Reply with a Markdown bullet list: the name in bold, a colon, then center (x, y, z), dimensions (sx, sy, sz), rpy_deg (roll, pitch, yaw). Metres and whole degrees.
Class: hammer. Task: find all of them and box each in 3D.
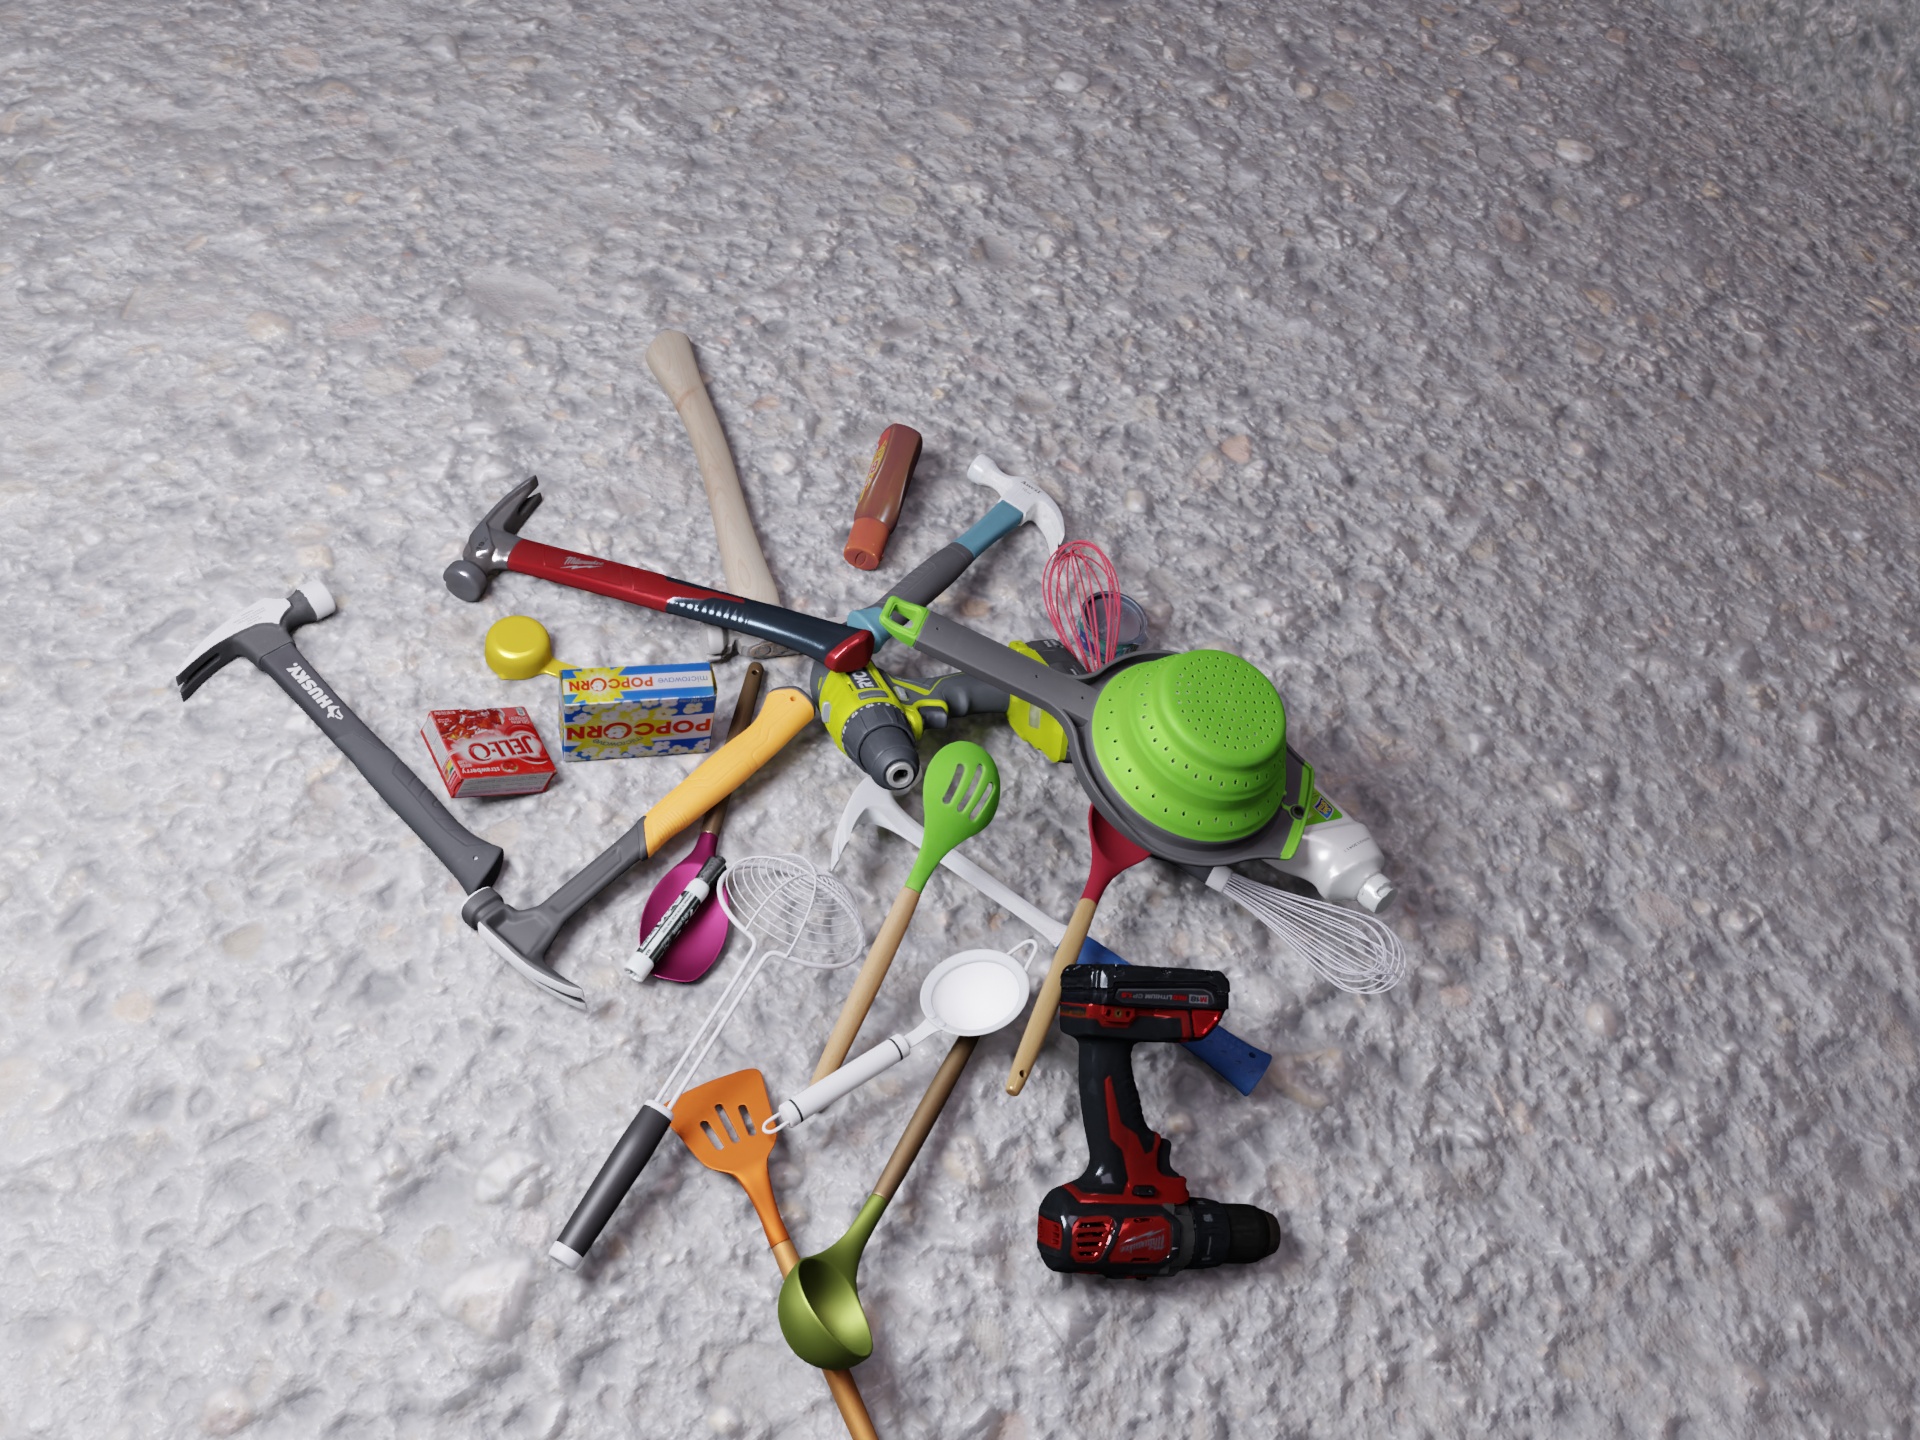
- **hammer**: center (-0.234, 0.085, 1.290), dimensions (0.127, 0.034, 0.337), rpy_deg (34, 57, 20)
- **hammer**: center (0.073, 0.176, 1.305), dimensions (0.405, 0.035, 0.144), rpy_deg (35, 37, 9)
- **hammer**: center (-0.007, -0.153, 1.502), dimensions (0.128, 0.033, 0.331), rpy_deg (33, 42, 11)
- **hammer**: center (-0.490, 0.025, 1.291), dimensions (0.335, 0.035, 0.146), rpy_deg (42, 55, 17)
- **hammer**: center (-0.253, -0.122, 1.405), dimensions (0.386, 0.038, 0.143), rpy_deg (15, 51, 13)
- **hammer**: center (-0.222, -0.230, 1.540), dimensions (0.146, 0.038, 0.411), rpy_deg (-8, 57, -21)

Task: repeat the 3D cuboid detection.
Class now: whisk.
- **whisk**: center (0.124, -0.035, 1.437), dimensions (0.073, 0.073, 0.296), rpy_deg (-1, 63, -15)
- **whisk**: center (0.252, 0.152, 1.372), dimensions (0.285, 0.070, 0.070), rpy_deg (29, 53, 14)

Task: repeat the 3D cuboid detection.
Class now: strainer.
- **strainer**: center (-0.041, 0.245, 1.210), dimensions (0.258, 0.050, 0.087), rpy_deg (-27, 40, -27)

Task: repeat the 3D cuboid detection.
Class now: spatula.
- **spatula**: center (-0.117, 0.394, 1.123), dimensions (0.081, 0.041, 0.323), rpy_deg (-19, 65, -22)

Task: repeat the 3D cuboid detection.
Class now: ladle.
- **ladle**: center (-0.040, 0.325, 1.153), dimensions (0.078, 0.062, 0.320), rpy_deg (49, 43, -14)
- **ladle**: center (0.096, 0.167, 1.271), dimensions (0.069, 0.031, 0.316), rpy_deg (33, 51, -6)

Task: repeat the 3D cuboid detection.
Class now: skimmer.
- **skimmer**: center (-0.193, 0.248, 1.194), dimensions (0.127, 0.090, 0.363), rpy_deg (31, 61, 3)

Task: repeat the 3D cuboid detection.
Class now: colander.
- **colander**: center (0.125, -0.025, 1.299), dimensions (0.397, 0.094, 0.205), rpy_deg (25, 53, -3)

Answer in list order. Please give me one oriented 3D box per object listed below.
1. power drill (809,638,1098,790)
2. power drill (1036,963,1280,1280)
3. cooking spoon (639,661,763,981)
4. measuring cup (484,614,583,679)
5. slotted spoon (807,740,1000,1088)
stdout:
- **power drill**: center (-0.002, -0.004, 1.371), dimensions (0.228, 0.080, 0.191), rpy_deg (-5, 28, -19)
- **power drill**: center (0.153, 0.299, 1.188), dimensions (0.187, 0.080, 0.227), rpy_deg (7, 79, -18)
- **cooking spoon**: center (-0.205, 0.076, 1.334), dimensions (0.068, 0.017, 0.319), rpy_deg (12, 53, -3)
- **measuring cup**: center (-0.340, -0.049, 1.383), dimensions (0.156, 0.029, 0.062), rpy_deg (20, 53, 3)
- **slotted spoon**: center (-0.047, 0.157, 1.240), dimensions (0.070, 0.031, 0.314), rpy_deg (32, 75, -21)
